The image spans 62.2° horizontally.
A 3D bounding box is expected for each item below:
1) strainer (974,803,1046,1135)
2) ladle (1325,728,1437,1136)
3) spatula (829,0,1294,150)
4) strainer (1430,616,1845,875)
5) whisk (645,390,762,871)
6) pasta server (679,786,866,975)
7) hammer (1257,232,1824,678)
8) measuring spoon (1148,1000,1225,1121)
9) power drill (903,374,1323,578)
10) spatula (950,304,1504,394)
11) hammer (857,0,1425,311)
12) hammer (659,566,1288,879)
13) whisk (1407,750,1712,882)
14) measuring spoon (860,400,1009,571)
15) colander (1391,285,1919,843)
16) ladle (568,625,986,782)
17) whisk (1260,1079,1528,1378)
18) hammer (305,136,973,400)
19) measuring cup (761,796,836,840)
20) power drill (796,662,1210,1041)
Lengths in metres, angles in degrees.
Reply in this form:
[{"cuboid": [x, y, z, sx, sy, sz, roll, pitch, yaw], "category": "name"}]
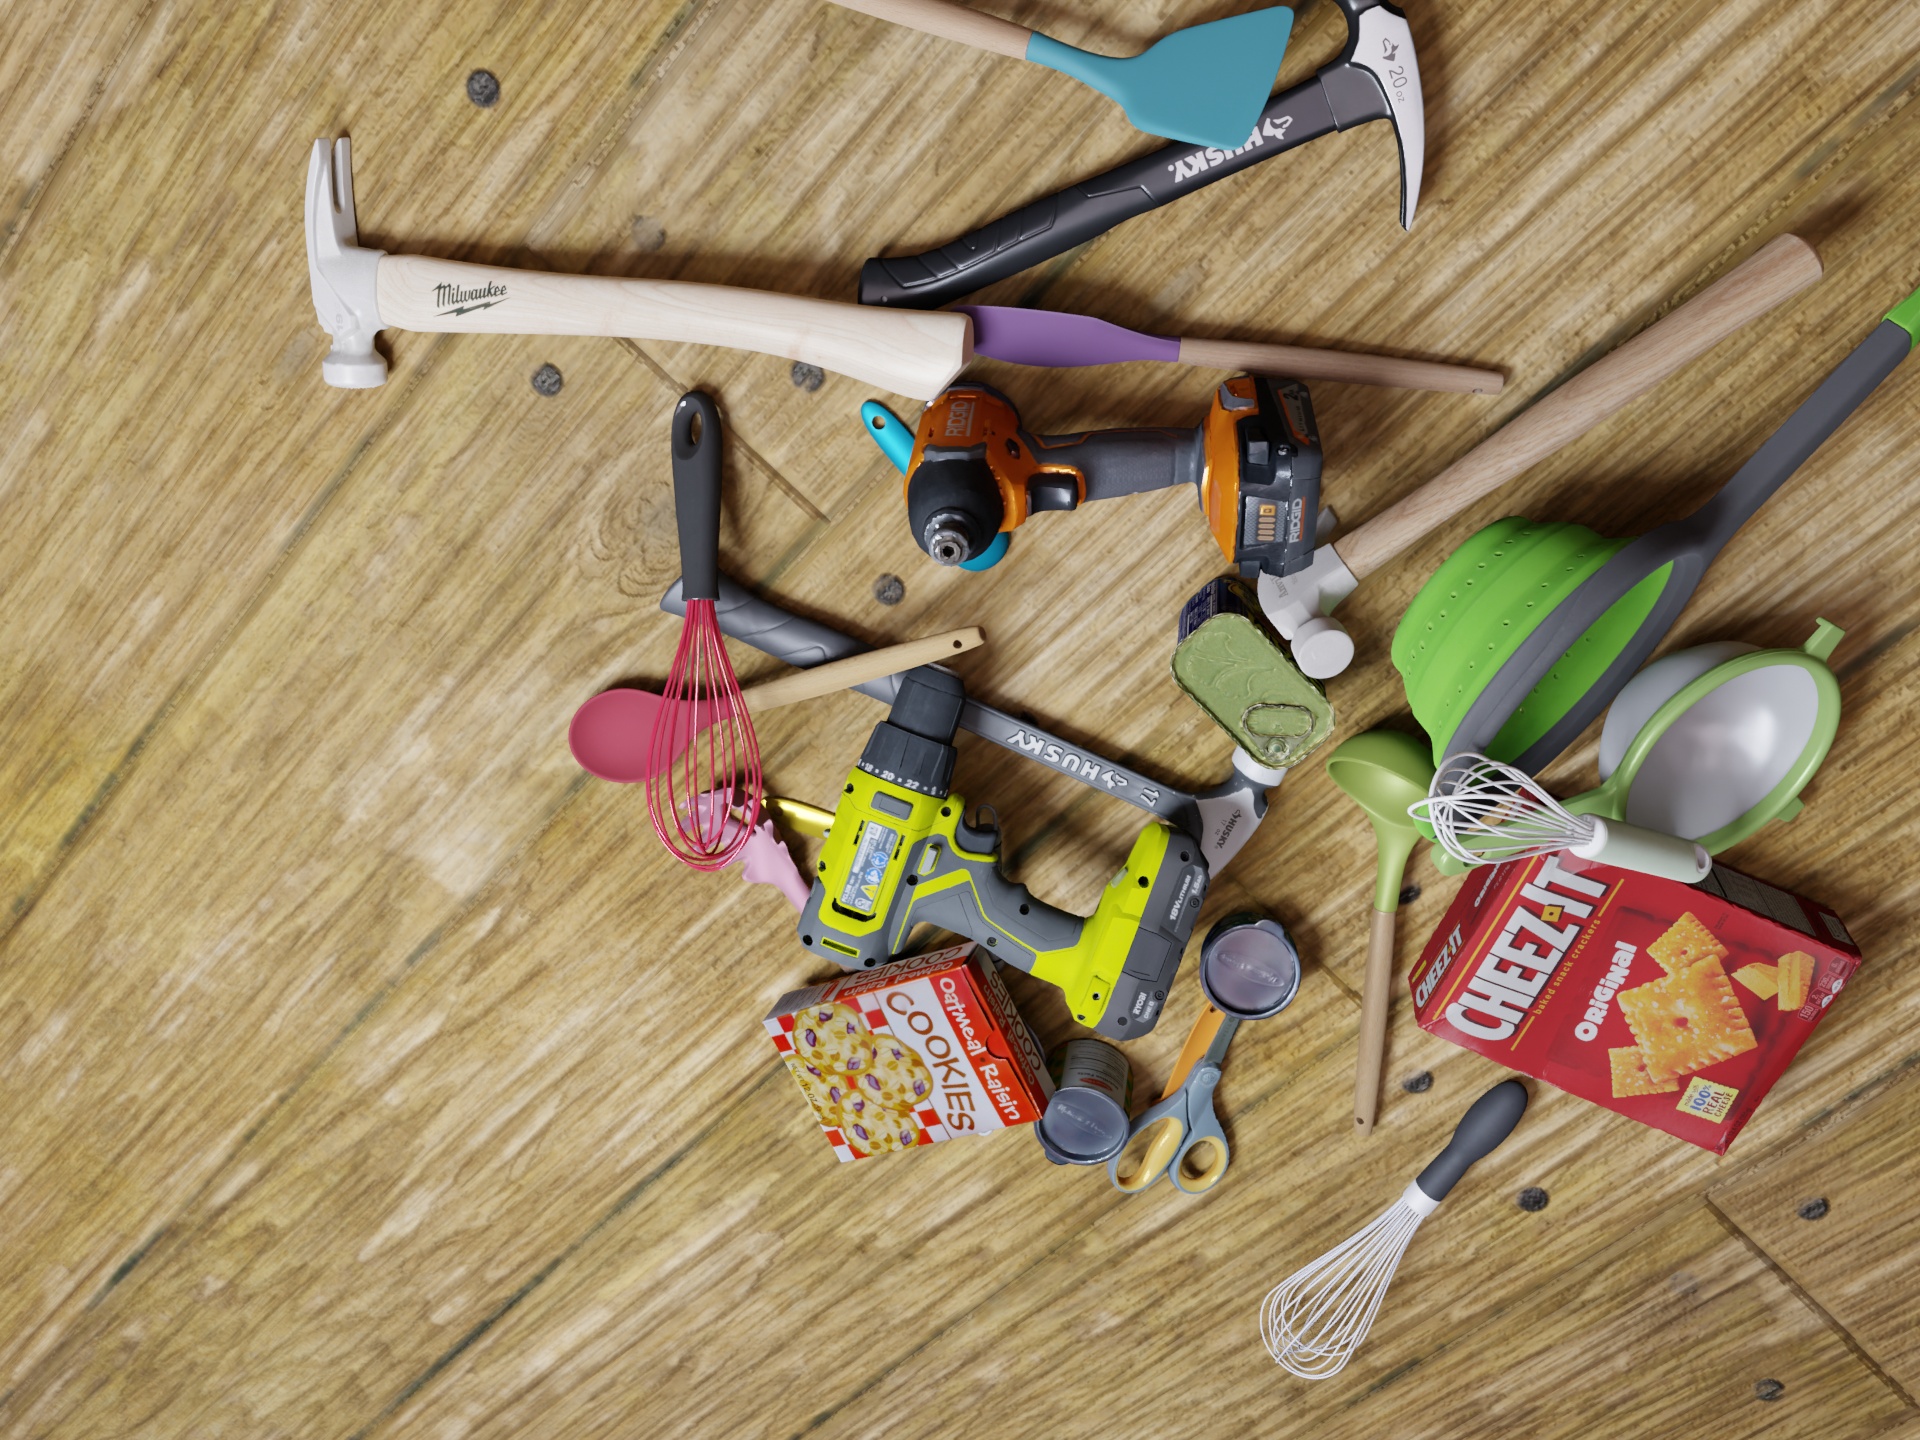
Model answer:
[{"cuboid": [0.023, 0.168, 1.080, 0.087, 0.050, 0.258, 12, 120, 25], "category": "strainer"}, {"cuboid": [0.268, 0.149, 1.035, 0.078, 0.062, 0.320, 20, 124, 37], "category": "ladle"}, {"cuboid": [0.013, -0.373, 0.844, 0.317, 0.044, 0.082, 20, 85, 8], "category": "spatula"}, {"cuboid": [0.379, 0.025, 0.924, 0.256, 0.069, 0.151, -19, 130, -7], "category": "strainer"}, {"cuboid": [-0.159, -0.055, 0.979, 0.073, 0.073, 0.296, -1, 90, 10], "category": "whisk"}, {"cuboid": [-0.084, 0.166, 1.110, 0.060, 0.040, 0.316, -25, 109, 32], "category": "pasta server"}, {"cuboid": [0.307, -0.153, 0.867, 0.331, 0.130, 0.031, -35, 121, 15], "category": "hammer"}, {"cuboid": [0.159, 0.234, 1.114, 0.021, 0.011, 0.117, 12, 115, -24], "category": "measuring spoon"}, {"cuboid": [0.081, -0.131, 0.884, 0.226, 0.164, 0.084, 1, 124, 6], "category": "power drill"}, {"cuboid": [0.151, -0.209, 0.912, 0.316, 0.059, 0.018, 6, 72, 3], "category": "spatula"}, {"cuboid": [0.093, -0.288, 0.886, 0.335, 0.035, 0.146, -20, 108, 17], "category": "hammer"}, {"cuboid": [-0.002, -0.003, 1.026, 0.409, 0.036, 0.149, 24, 116, -1], "category": "hammer"}, {"cuboid": [0.332, 0.061, 0.859, 0.246, 0.058, 0.059, 13, 160, -34], "category": "whisk"}, {"cuboid": [-0.020, -0.142, 0.974, 0.042, 0.021, 0.128, -36, 103, 21], "category": "measuring spoon"}, {"cuboid": [0.367, -0.107, 0.885, 0.397, 0.204, 0.095, -48, 64, 8], "category": "colander"}, {"cuboid": [-0.122, -0.017, 1.013, 0.315, 0.031, 0.069, -14, 114, 28], "category": "ladle"}, {"cuboid": [0.305, 0.357, 1.121, 0.070, 0.070, 0.284, 31, 109, -5], "category": "whisk"}, {"cuboid": [-0.193, -0.250, 0.930, 0.410, 0.038, 0.146, 9, 113, 12], "category": "hammer"}, {"cuboid": [-0.067, 0.087, 1.077, 0.156, 0.029, 0.062, 19, 115, 2], "category": "measuring cup"}, {"cuboid": [0.032, 0.084, 0.983, 0.228, 0.080, 0.190, 21, 92, 0], "category": "power drill"}]
